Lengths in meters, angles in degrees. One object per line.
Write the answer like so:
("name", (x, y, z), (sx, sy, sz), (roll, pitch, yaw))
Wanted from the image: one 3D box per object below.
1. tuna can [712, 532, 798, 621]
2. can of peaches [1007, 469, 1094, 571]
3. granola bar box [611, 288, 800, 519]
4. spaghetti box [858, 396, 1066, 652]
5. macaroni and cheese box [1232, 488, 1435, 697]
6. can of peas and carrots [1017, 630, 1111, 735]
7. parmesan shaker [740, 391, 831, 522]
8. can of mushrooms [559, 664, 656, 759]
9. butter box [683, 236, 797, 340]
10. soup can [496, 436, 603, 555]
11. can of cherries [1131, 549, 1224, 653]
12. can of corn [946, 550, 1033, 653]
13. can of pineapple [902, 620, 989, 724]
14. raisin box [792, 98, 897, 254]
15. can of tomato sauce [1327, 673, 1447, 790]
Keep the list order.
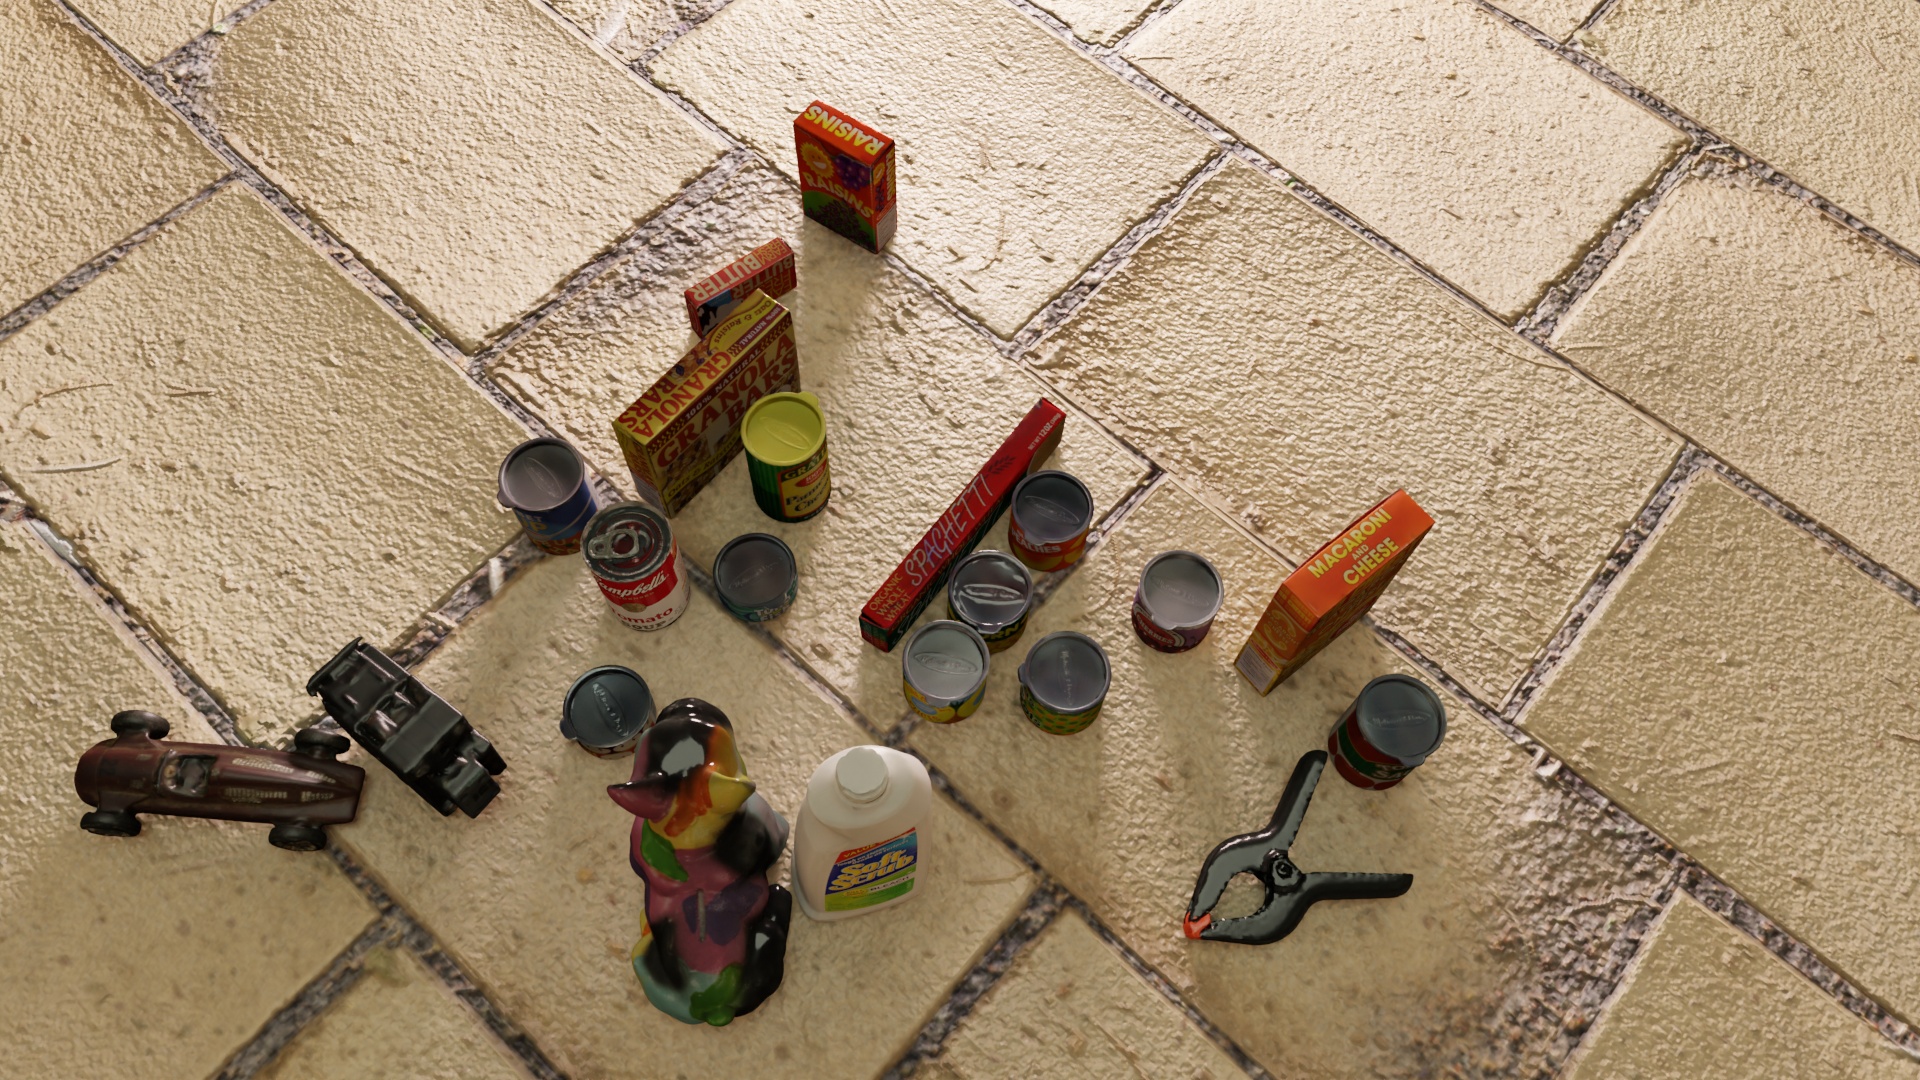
("tuna can", (-0.162, 0.032, 1.113), (0.071, 0.032, 0.071), (1, 64, -2))
("can of peaches", (0.071, -0.013, 1.130), (0.071, 0.057, 0.071), (1, 64, -2))
("granola bar box", (-0.201, -0.109, 1.131), (0.039, 0.123, 0.166), (36, 68, 15))
("spaghetti box", (0.004, -0.014, 1.132), (0.029, 0.050, 0.251), (34, 67, 14))
("macaroni and cheese box", (0.277, 0.042, 1.049), (0.124, 0.165, 0.040), (-36, 70, -17))
("can of peas and carrots", (0.077, 0.111, 1.068), (0.071, 0.058, 0.071), (1, 64, -2))
("parmesan shaker", (-0.137, -0.067, 1.124), (0.071, 0.102, 0.071), (1, 64, -1))
("can of mushrooms", (-0.269, 0.132, 1.059), (0.071, 0.033, 0.071), (1, 64, -2))
("butter box", (-0.193, -0.222, 1.227), (0.104, 0.053, 0.024), (-35, 70, -17))
("soup can", (-0.328, -0.033, 1.111), (0.071, 0.083, 0.071), (1, 64, -1))
("can of cherries", (0.169, 0.051, 1.101), (0.071, 0.058, 0.072), (1, 64, -2))
("can of corn", (0.022, 0.052, 1.096), (0.071, 0.058, 0.071), (1, 64, -2))
("can of pineapple", (-0.013, 0.104, 1.069), (0.071, 0.057, 0.071), (1, 64, -2))
("raisin box", (-0.102, -0.323, 1.242), (0.086, 0.123, 0.040), (32, 67, 13))
("can of tomato sauce", (0.320, 0.147, 1.045), (0.071, 0.082, 0.071), (1, 64, -1))
